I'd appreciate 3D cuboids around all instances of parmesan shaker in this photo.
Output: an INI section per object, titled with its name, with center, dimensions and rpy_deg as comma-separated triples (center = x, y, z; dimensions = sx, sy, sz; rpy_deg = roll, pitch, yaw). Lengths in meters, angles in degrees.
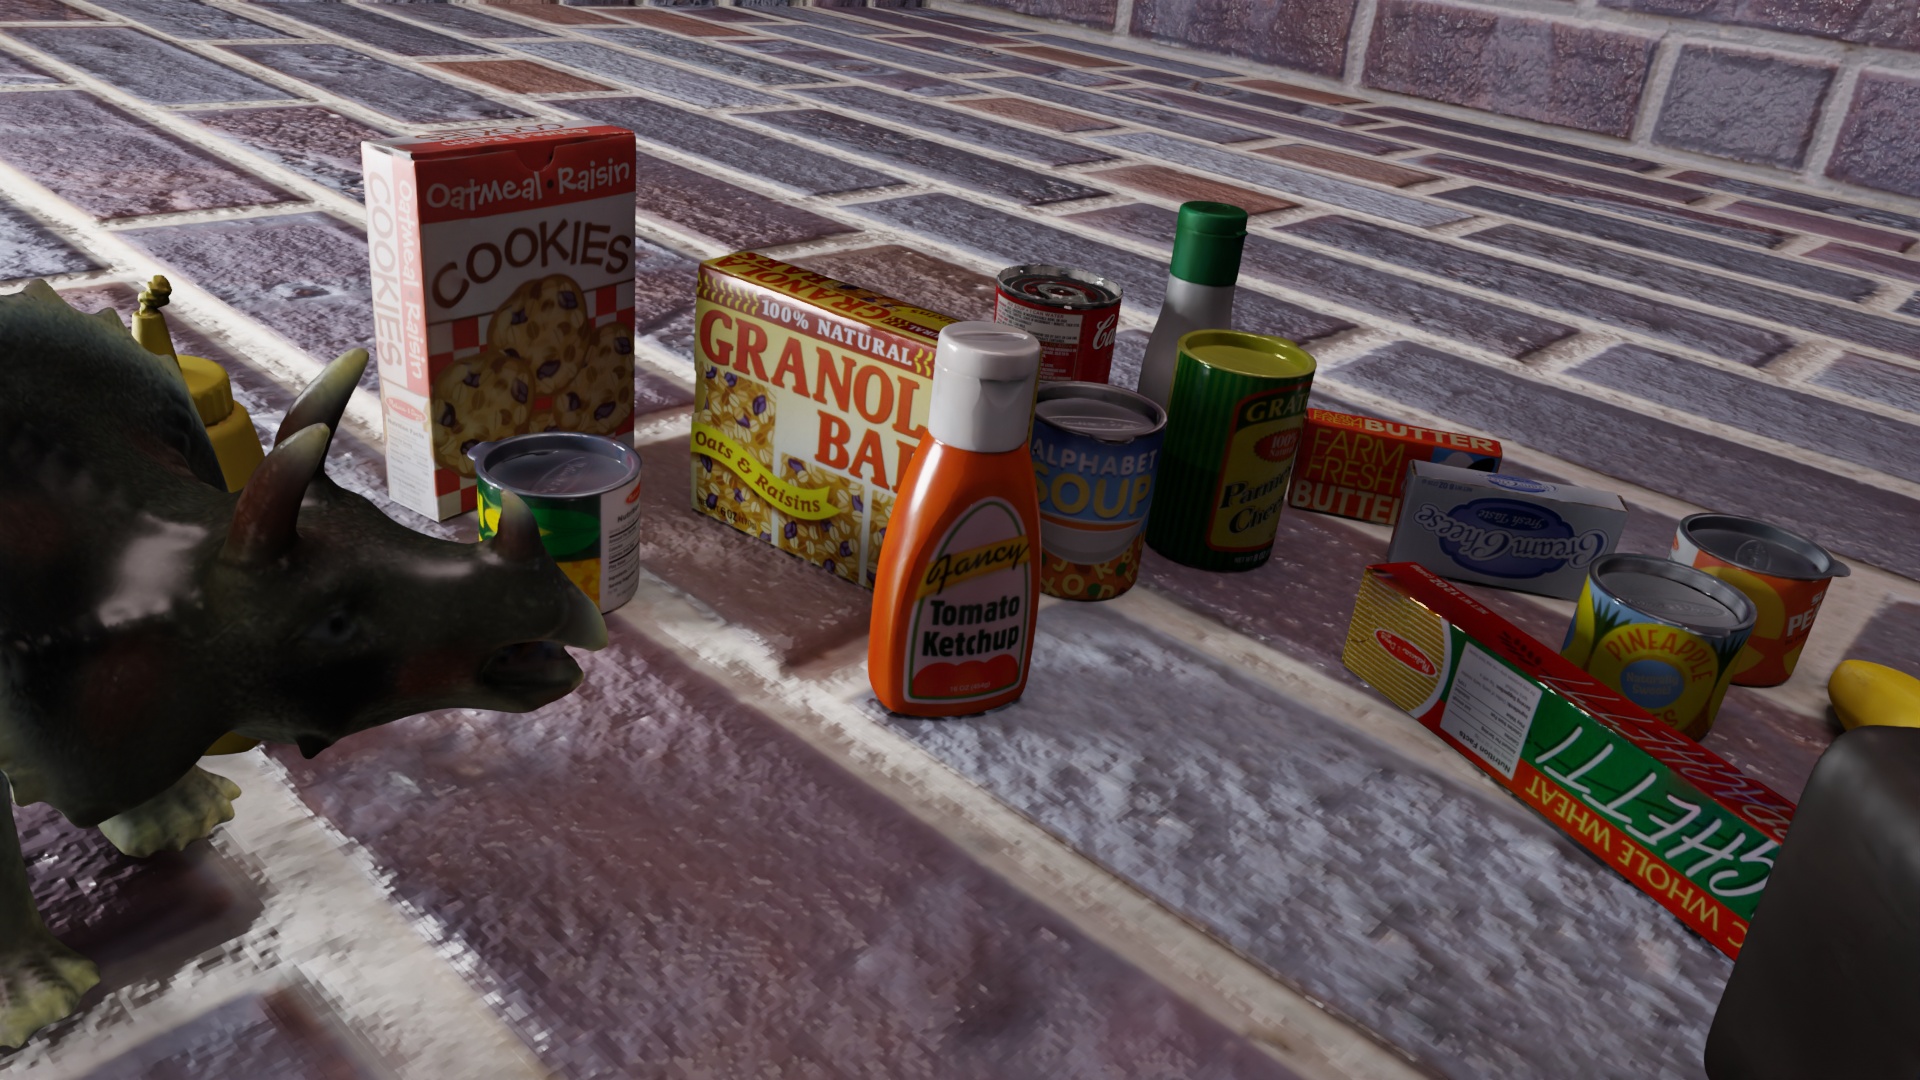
[parmesan shaker]
center = 0.133, -0.045, 0.683
dimensions = 0.071, 0.102, 0.071
rpy_deg = 6, 26, -3

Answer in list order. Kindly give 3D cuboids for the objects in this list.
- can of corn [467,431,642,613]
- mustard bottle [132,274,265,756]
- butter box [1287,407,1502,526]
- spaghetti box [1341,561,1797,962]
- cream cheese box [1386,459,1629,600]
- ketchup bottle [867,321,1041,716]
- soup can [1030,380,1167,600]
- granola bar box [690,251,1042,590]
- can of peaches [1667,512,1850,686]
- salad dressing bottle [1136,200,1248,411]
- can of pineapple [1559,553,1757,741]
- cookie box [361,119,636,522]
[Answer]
[can of corn]
center = -0.170, -0.007, 0.583
dimensions = 0.071, 0.058, 0.071
rpy_deg = 6, 26, -3
[mustard bottle]
center = -0.253, -0.007, 0.446
dimensions = 0.065, 0.159, 0.049
rpy_deg = 3, 26, -7
[butter box]
center = 0.231, -0.036, 0.746
dimensions = 0.103, 0.053, 0.024
rpy_deg = 12, 26, 11
[spaghetti box]
center = 0.235, 0.085, 0.504
dimensions = 0.029, 0.050, 0.251
rpy_deg = -7, 29, -27
[cream cheese box]
center = 0.270, -0.004, 0.691
dimensions = 0.104, 0.053, 0.024
rpy_deg = 10, 26, 6
[ketchup bottle]
center = 0.002, -0.007, 0.521
dimensions = 0.065, 0.148, 0.044
rpy_deg = -4, 28, -22
[soup can]
center = 0.056, -0.022, 0.640
dimensions = 0.071, 0.083, 0.071
rpy_deg = 6, 26, -3
[granola bar box]
center = -0.049, -0.048, 0.620
dimensions = 0.166, 0.123, 0.039
rpy_deg = 23, 30, 29
[can of peaches]
center = 0.362, 0.028, 0.644
dimensions = 0.071, 0.057, 0.071
rpy_deg = 6, 26, -3
[salad dressing bottle]
center = 0.127, -0.110, 0.763
dimensions = 0.044, 0.147, 0.064
rpy_deg = 24, 31, 31
[can of pineapple]
center = 0.293, 0.046, 0.589
dimensions = 0.071, 0.057, 0.071
rpy_deg = 6, 26, -3
[cookie box]
center = -0.209, -0.106, 0.651
dimensions = 0.040, 0.166, 0.123
rpy_deg = 22, 29, 28
